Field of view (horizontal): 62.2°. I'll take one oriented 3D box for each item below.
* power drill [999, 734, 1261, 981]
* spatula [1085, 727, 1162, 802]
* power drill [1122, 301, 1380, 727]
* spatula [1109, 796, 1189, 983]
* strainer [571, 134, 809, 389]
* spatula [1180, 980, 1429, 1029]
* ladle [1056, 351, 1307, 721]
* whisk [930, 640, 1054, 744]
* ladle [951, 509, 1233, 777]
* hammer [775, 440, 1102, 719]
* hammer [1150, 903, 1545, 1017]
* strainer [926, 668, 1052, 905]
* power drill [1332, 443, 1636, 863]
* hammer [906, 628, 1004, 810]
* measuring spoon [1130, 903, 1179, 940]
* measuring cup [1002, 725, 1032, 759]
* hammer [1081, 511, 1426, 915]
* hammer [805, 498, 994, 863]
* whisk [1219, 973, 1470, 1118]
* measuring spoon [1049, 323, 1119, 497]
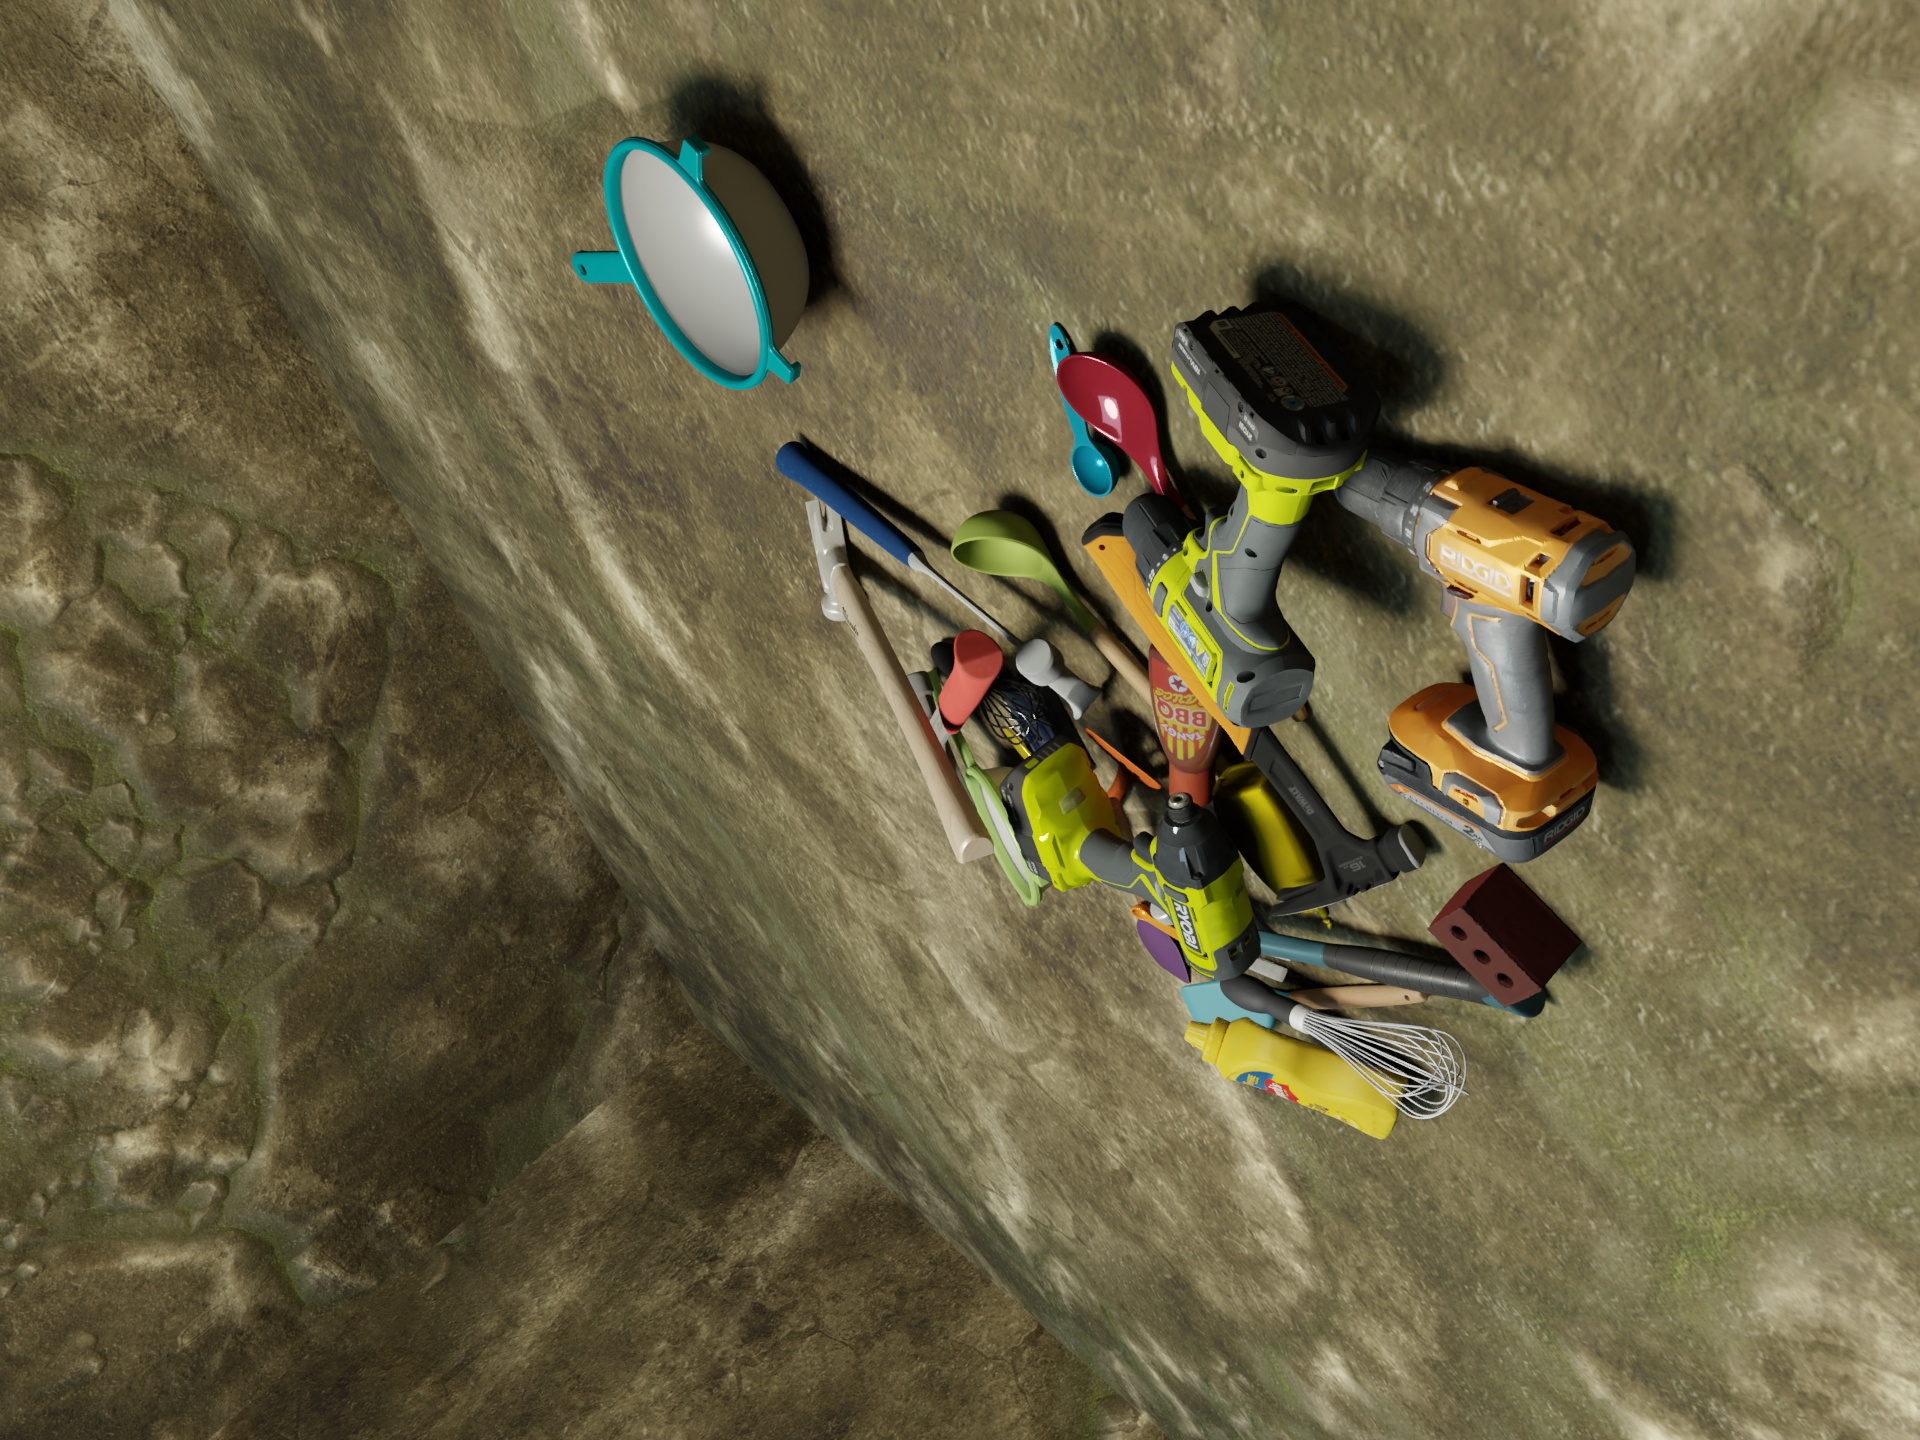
[{"bbox_3d":[0.137,0.100,1.288,0.223,0.080,0.171,26,145,48],"label":"power drill"},{"bbox_3d":[0.131,0.086,1.469,0.081,0.041,0.322,39,156,12],"label":"spatula"},{"bbox_3d":[0.163,-0.133,0.968,0.228,0.080,0.191,95,155,-48],"label":"power drill"},{"bbox_3d":[0.172,0.164,1.501,0.060,0.018,0.315,32,159,35],"label":"spatula"},{"bbox_3d":[-0.224,-0.395,1.330,0.341,0.095,0.210,21,141,52],"label":"strainer"},{"bbox_3d":[0.303,0.253,1.402,0.082,0.044,0.317,60,156,0],"label":"spatula"},{"bbox_3d":[0.164,-0.126,1.109,0.069,0.031,0.315,-5,123,57],"label":"ladle"},{"bbox_3d":[0.022,-0.032,1.443,0.055,0.055,0.239,63,170,-27],"label":"whisk"},{"bbox_3d":[0.117,-0.047,1.278,0.320,0.062,0.078,47,160,1],"label":"ladle"},{"bbox_3d":[-0.029,-0.132,1.400,0.406,0.035,0.144,42,-177,33],"label":"hammer"},{"bbox_3d":[0.307,0.190,1.268,0.128,0.033,0.331,32,163,-34],"label":"hammer"},{"bbox_3d":[0.044,0.055,1.573,0.151,0.069,0.256,102,143,-75],"label":"strainer"},{"bbox_3d":[0.292,-0.048,0.928,0.186,0.084,0.226,39,151,43],"label":"power drill"},{"bbox_3d":[-0.002,-0.004,1.394,0.359,0.036,0.149,125,125,-77],"label":"hammer"},{"bbox_3d":[0.213,0.201,1.491,0.117,0.011,0.021,28,151,-2],"label":"measuring spoon"},{"bbox_3d":[0.079,0.072,1.488,0.156,0.029,0.062,52,165,11],"label":"measuring cup"},{"bbox_3d":[0.191,-0.005,1.147,0.127,0.034,0.336,-29,103,37],"label":"hammer"},{"bbox_3d":[-0.059,-0.037,1.437,0.146,0.038,0.411,84,164,-47],"label":"hammer"},{"bbox_3d":[0.308,0.259,1.321,0.285,0.070,0.070,16,139,59],"label":"whisk"},{"bbox_3d":[0.088,-0.221,1.125,0.042,0.021,0.128,16,131,52],"label":"measuring spoon"}]
